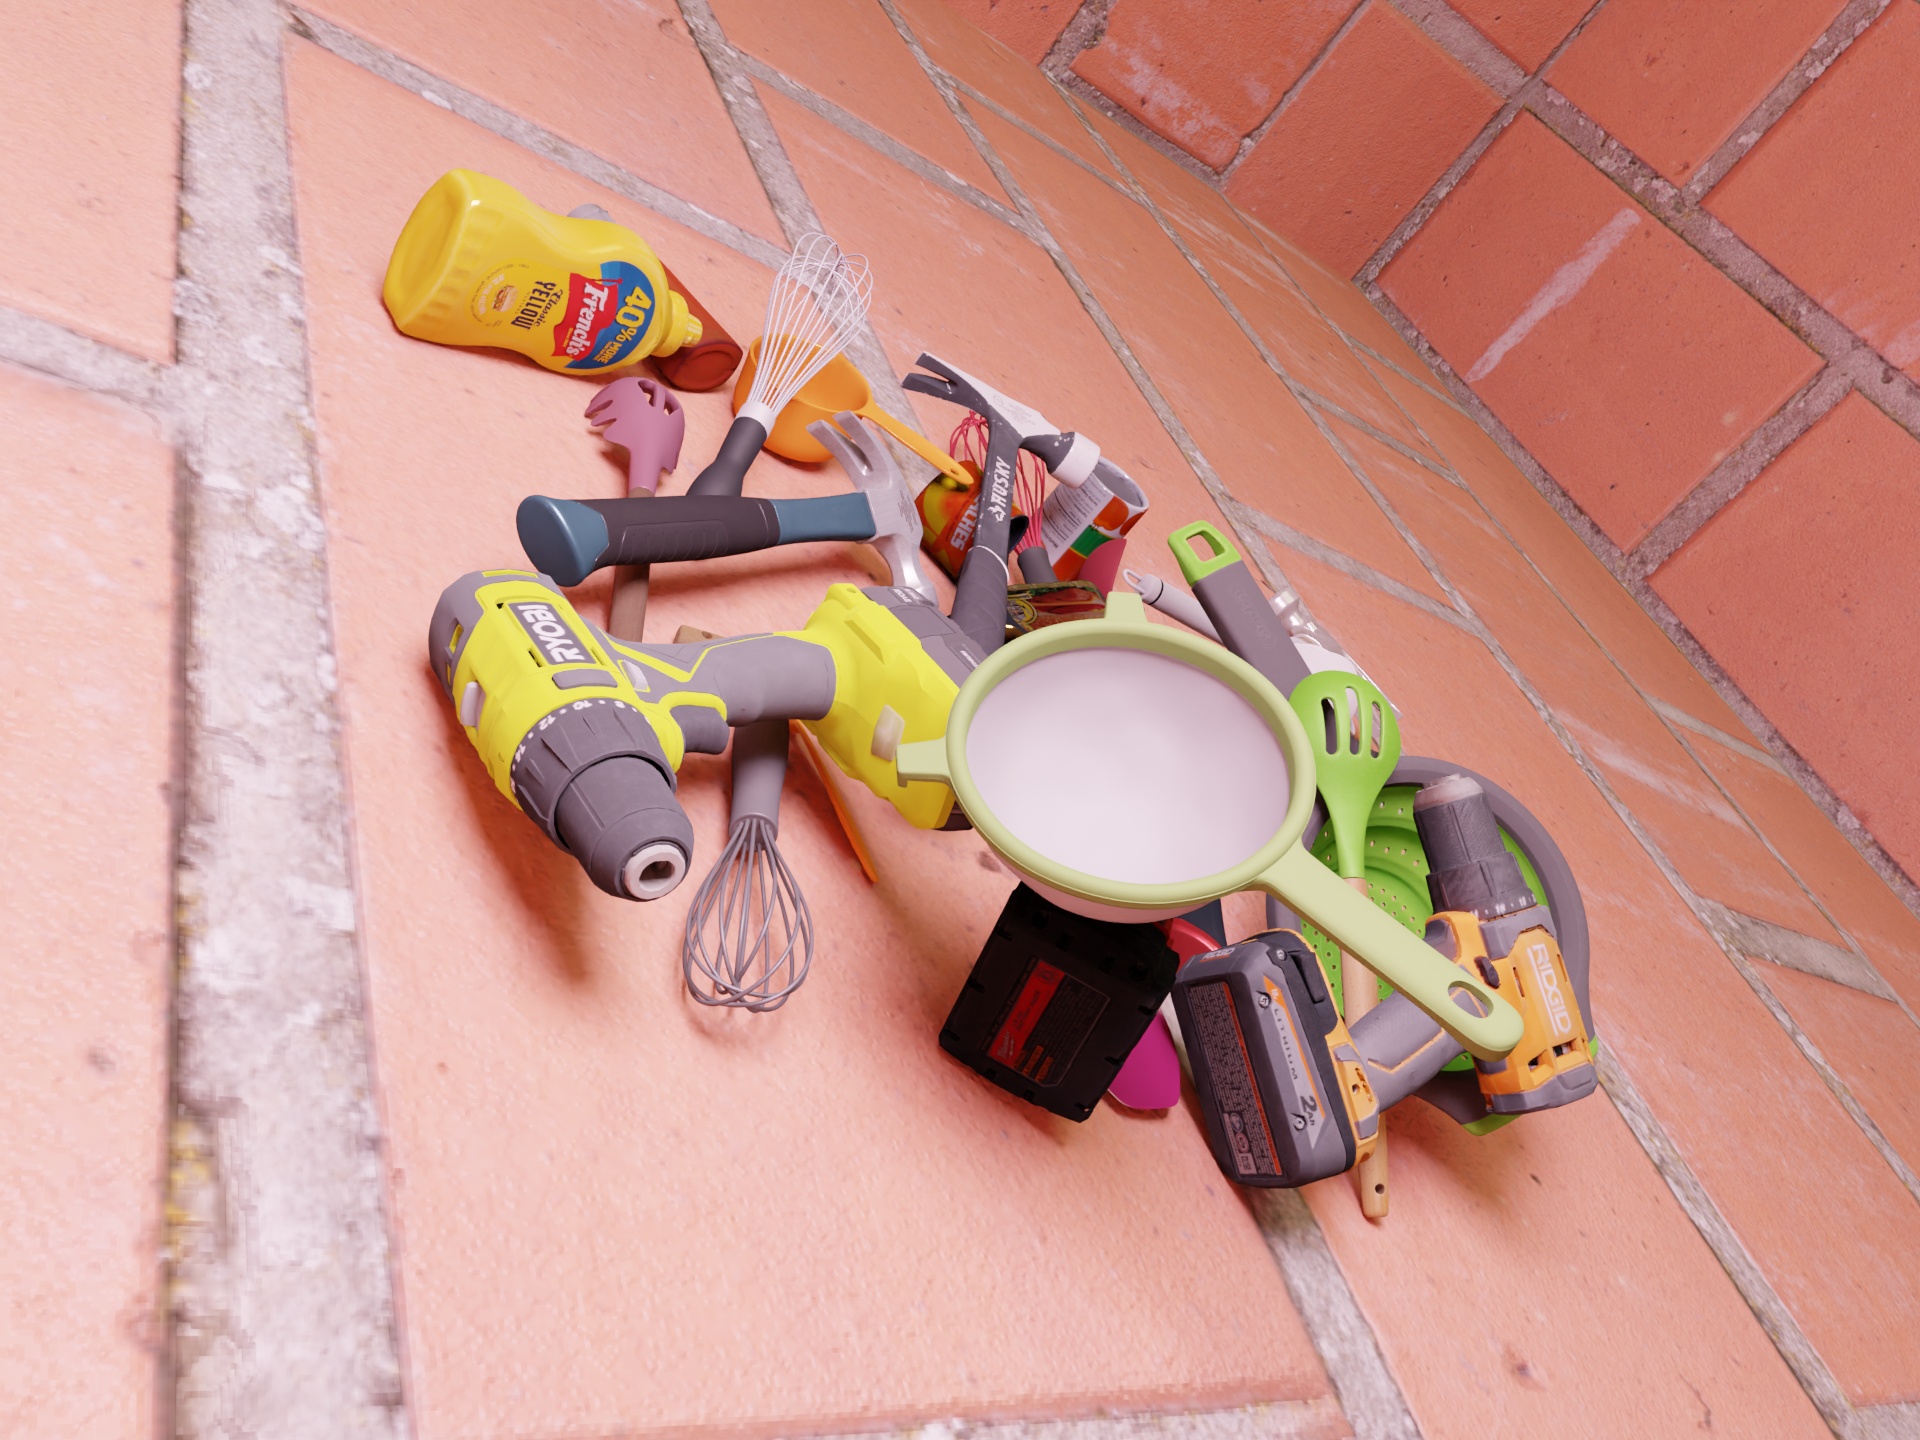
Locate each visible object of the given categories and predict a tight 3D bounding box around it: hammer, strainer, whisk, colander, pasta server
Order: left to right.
[{"bbox_3d":[-0.177,-0.099,0.856,0.060,0.040,0.317,26,35,-27],"label":"pasta server"},{"bbox_3d":[-0.114,-0.106,0.869,0.331,0.033,0.128,-17,92,-60],"label":"hammer"},{"bbox_3d":[-0.092,0.048,0.725,0.055,0.055,0.239,30,25,-21],"label":"whisk"},{"bbox_3d":[-0.115,-0.203,0.979,0.070,0.070,0.285,32,51,-17],"label":"whisk"},{"bbox_3d":[0.014,-0.106,0.961,0.149,0.036,0.409,30,33,-15],"label":"hammer"},{"bbox_3d":[0.047,-0.131,1.162,0.073,0.073,0.296,19,39,-37],"label":"whisk"},{"bbox_3d":[0.159,0.052,1.054,0.143,0.038,0.387,34,28,-17],"label":"hammer"},{"bbox_3d":[0.105,0.061,0.641,0.256,0.069,0.151,38,55,24],"label":"strainer"},{"bbox_3d":[0.207,-0.049,1.102,0.258,0.050,0.087,25,49,-31],"label":"strainer"},{"bbox_3d":[0.234,-0.005,1.162,0.146,0.038,0.410,49,27,6],"label":"hammer"},{"bbox_3d":[0.227,0.061,0.982,0.204,0.094,0.397,-26,80,-22],"label":"colander"}]

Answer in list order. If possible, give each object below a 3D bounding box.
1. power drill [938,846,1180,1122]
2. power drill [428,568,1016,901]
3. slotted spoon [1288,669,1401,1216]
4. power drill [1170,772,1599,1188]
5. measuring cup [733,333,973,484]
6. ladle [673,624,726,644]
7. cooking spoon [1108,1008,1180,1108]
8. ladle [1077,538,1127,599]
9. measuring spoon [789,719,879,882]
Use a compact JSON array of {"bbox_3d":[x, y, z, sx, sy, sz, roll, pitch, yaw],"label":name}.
[{"bbox_3d":[0.074,0.079,0.777,0.078,0.143,0.220,28,39,5],"label":"power drill"},{"bbox_3d":[-0.093,0.003,0.681,0.228,0.080,0.191,-3,33,-36],"label":"power drill"},{"bbox_3d":[0.224,0.116,0.896,0.070,0.031,0.314,3,72,-9],"label":"slotted spoon"},{"bbox_3d":[0.224,0.132,0.834,0.226,0.084,0.185,-10,80,-28],"label":"power drill"},{"bbox_3d":[-0.074,-0.191,1.072,0.173,0.052,0.095,34,35,-1],"label":"measuring cup"},{"bbox_3d":[-0.001,-0.003,0.877,0.320,0.062,0.078,20,32,-21],"label":"ladle"},{"bbox_3d":[0.042,0.079,0.882,0.068,0.017,0.319,8,41,-34],"label":"cooking spoon"},{"bbox_3d":[0.101,-0.027,1.088,0.031,0.069,0.316,16,39,-12],"label":"ladle"},{"bbox_3d":[-0.069,0.036,0.810,0.117,0.011,0.021,60,1,29],"label":"measuring spoon"}]
